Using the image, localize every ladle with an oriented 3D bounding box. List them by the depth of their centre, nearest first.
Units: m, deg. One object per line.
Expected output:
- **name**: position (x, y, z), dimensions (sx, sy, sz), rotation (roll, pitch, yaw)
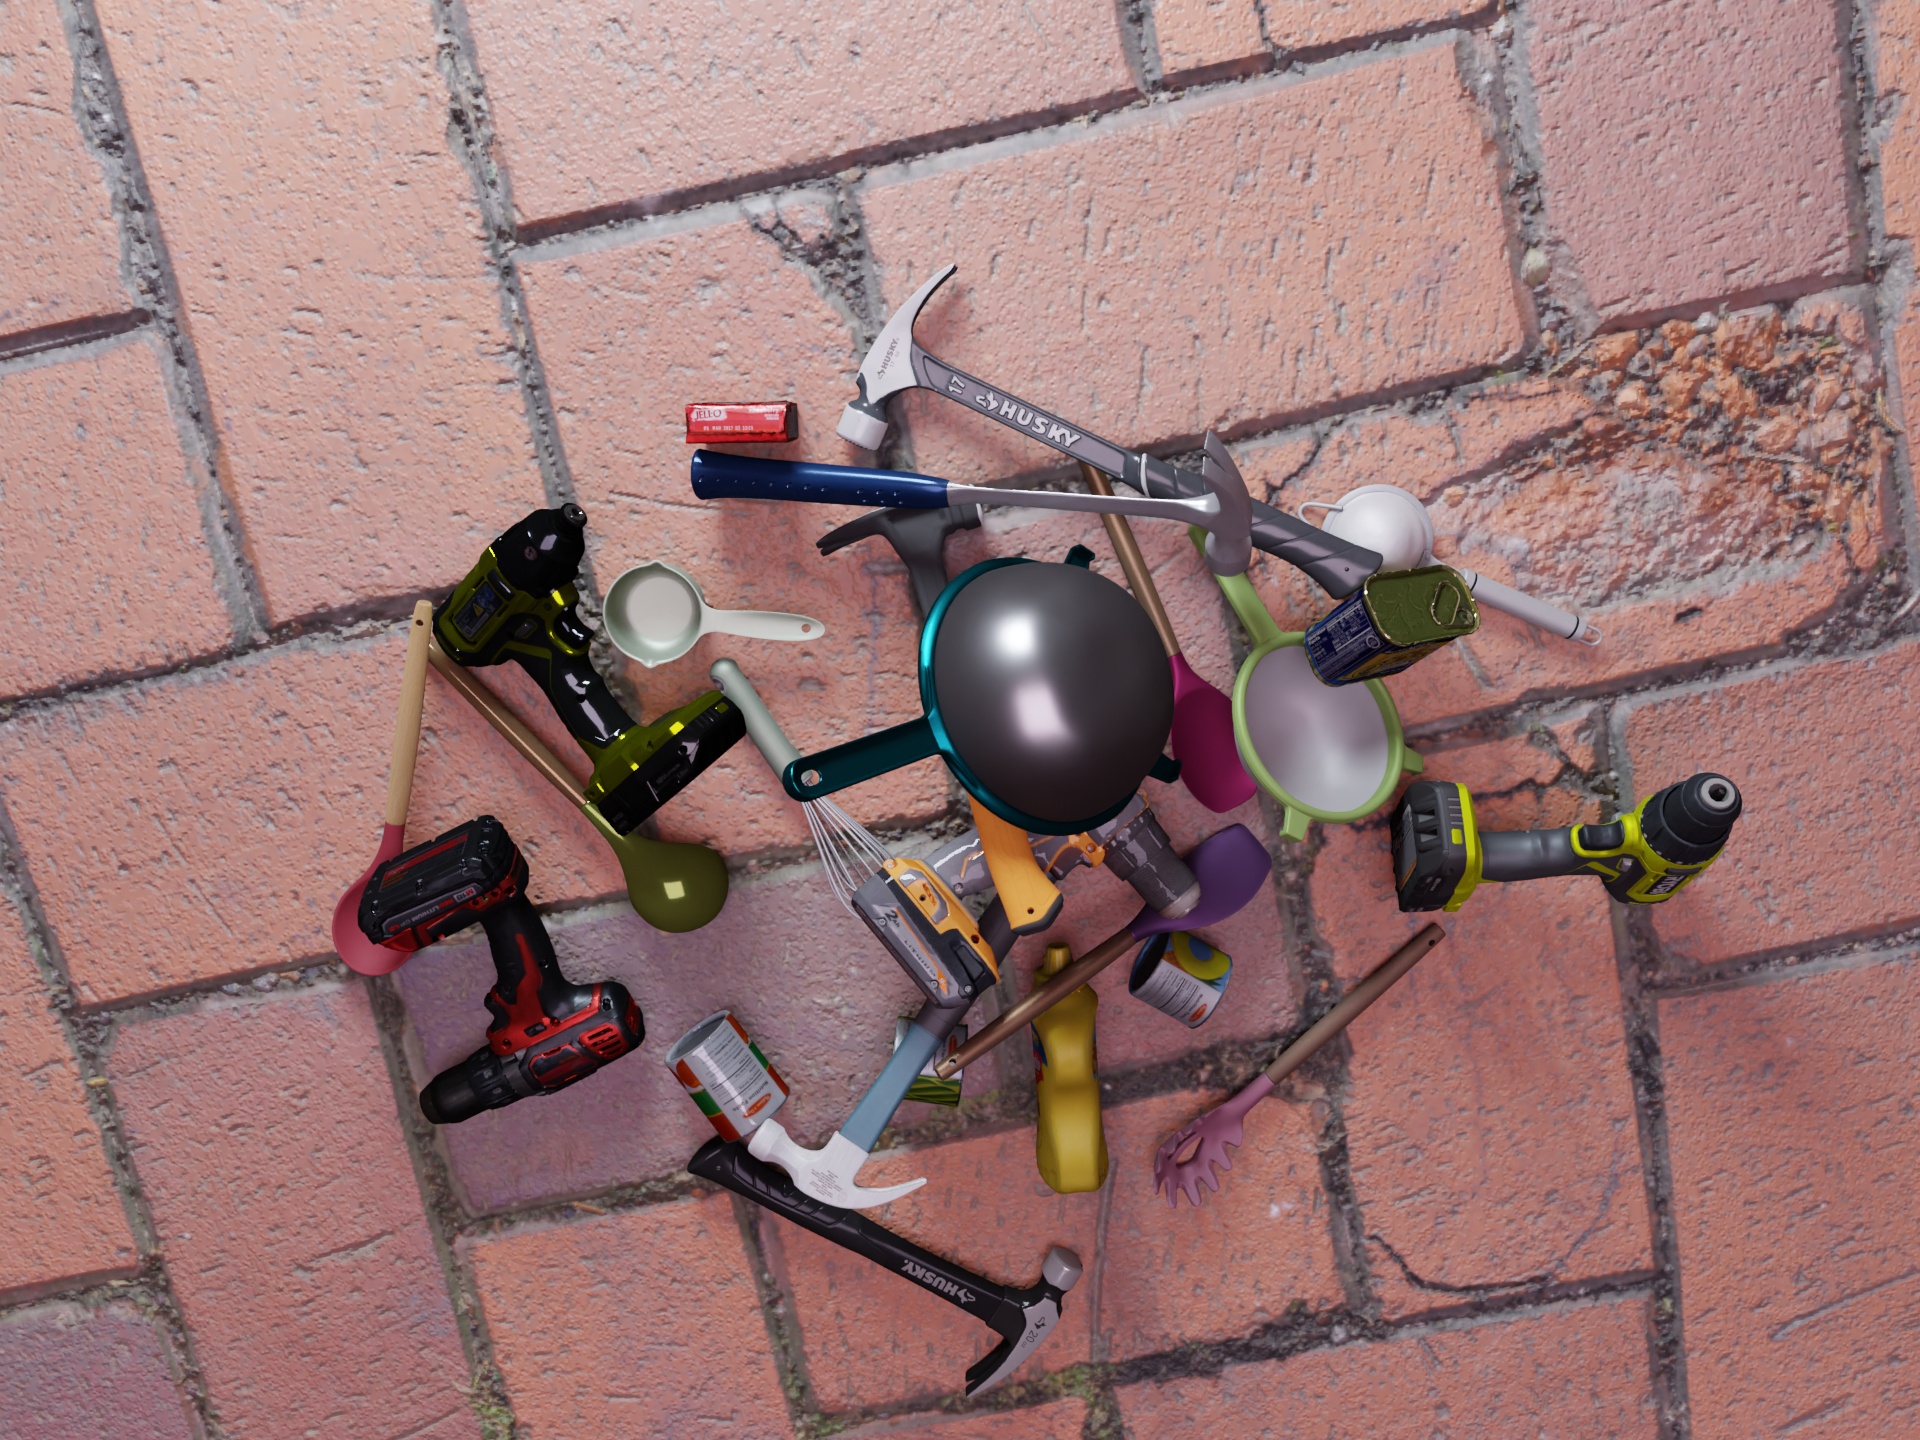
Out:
- **ladle**: position (-0.434, 0.055, 1.226), dimensions (0.069, 0.031, 0.315), rotation (12, 110, -8)
- **ladle**: position (-0.308, 0.044, 1.245), dimensions (0.320, 0.062, 0.078), rotation (45, 96, -2)

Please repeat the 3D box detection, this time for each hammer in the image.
- **hammer**: position (0.003, -0.164, 1.129), dimensions (0.405, 0.144, 0.035), rotation (6, 68, 12)
- **hammer**: position (-0.002, -0.004, 1.167), dimensions (0.127, 0.034, 0.337), rotation (-17, 78, 0)
- **hammer**: position (0.121, -0.194, 1.174), dimensions (0.409, 0.036, 0.149), rotation (25, 102, 0)
- **hammer**: position (-0.018, 0.229, 1.234), dimensions (0.128, 0.033, 0.331), rotation (34, 81, 4)
- **hammer**: position (-0.075, 0.441, 1.330), dimensions (0.334, 0.035, 0.146), rotation (29, 100, -6)

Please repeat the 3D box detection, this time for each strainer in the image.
- **strainer**: position (0.034, -0.013, 1.087), dimensions (0.340, 0.095, 0.211), rotation (-20, 86, -40)
- **strainer**: position (0.379, -0.110, 1.214), dimensions (0.258, 0.050, 0.087), rotation (21, 102, -8)
- **strainer**: position (0.232, -0.033, 1.216), dimensions (0.151, 0.069, 0.256), rotation (-24, 81, -30)

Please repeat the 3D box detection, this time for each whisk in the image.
- **whisk**: position (-0.120, 0.054, 1.245), dimensions (0.059, 0.058, 0.246), rotation (-38, 99, -28)

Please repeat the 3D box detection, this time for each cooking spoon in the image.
- **cooking spoon**: position (0.154, -0.074, 1.228), dimensions (0.069, 0.017, 0.318), rotation (-27, 101, -9)

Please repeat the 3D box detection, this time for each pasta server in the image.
- **pasta server**: position (0.276, 0.278, 1.297), dimensions (0.316, 0.040, 0.060), rotation (-43, 111, 7)

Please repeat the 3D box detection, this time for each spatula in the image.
- **spatula**: position (0.112, 0.182, 1.224), dimensions (0.316, 0.018, 0.060), rotation (-32, 71, -15)

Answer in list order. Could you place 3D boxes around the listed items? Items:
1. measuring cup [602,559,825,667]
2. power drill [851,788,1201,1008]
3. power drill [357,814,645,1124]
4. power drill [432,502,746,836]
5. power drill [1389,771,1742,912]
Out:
- **measuring cup**: position (-0.187, -0.079, 1.216), dimensions (0.167, 0.038, 0.083), rotation (5, 102, -4)
- **power drill**: position (0.054, 0.124, 1.201), dimensions (0.226, 0.084, 0.185), rotation (-40, 84, -12)
- **power drill**: position (-0.377, 0.207, 1.241), dimensions (0.188, 0.080, 0.226), rotation (-26, 115, 2)
- **power drill**: position (-0.271, -0.040, 1.168), dimensions (0.223, 0.080, 0.171), rotation (50, 126, -4)
- **power drill**: position (0.450, 0.088, 1.188), dimensions (0.228, 0.190, 0.080), rotation (-2, 68, 5)
